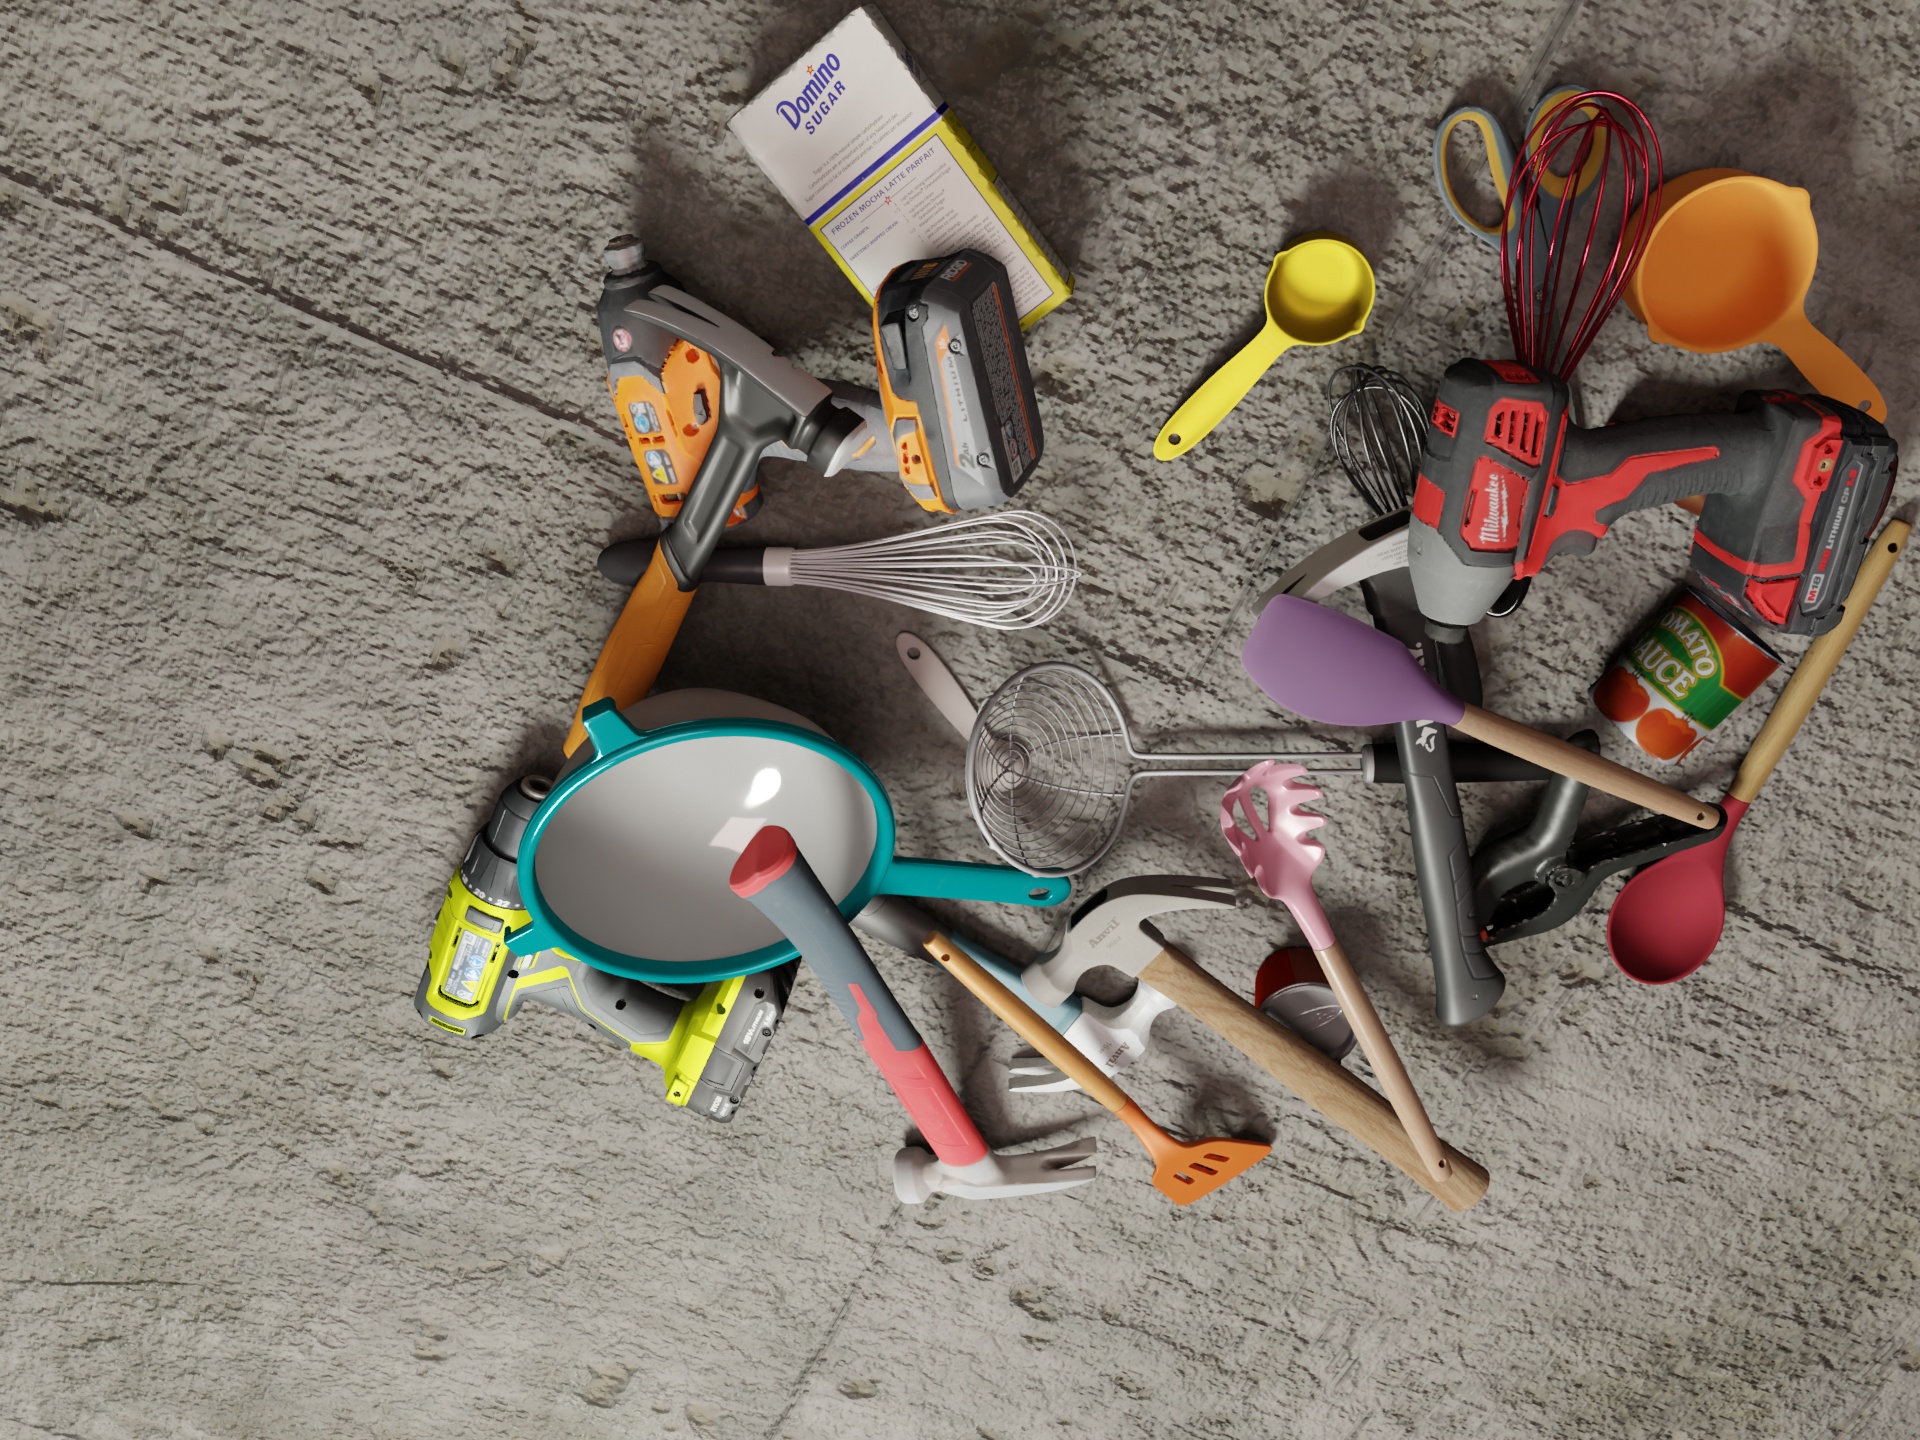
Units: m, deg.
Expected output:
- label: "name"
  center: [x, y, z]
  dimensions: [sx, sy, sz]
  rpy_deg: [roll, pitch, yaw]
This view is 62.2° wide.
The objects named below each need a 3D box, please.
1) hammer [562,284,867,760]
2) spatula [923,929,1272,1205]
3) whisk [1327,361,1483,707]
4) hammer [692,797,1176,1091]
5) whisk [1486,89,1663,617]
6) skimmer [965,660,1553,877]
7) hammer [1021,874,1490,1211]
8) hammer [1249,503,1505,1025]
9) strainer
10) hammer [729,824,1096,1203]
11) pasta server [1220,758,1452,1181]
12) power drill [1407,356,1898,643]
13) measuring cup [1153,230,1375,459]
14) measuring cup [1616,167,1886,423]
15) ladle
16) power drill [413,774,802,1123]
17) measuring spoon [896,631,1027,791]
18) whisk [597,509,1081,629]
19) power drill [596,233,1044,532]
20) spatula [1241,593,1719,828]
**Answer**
- label: "hammer"
  center: [-0.168, -0.079, 0.877]
  dimensions: [0.127, 0.034, 0.336]
  rpy_deg: [36, 134, 0]
- label: "spatula"
  center: [0.087, 0.231, 1.043]
  dimensions: [0.081, 0.041, 0.322]
  rpy_deg: [-38, 115, 17]
- label: "whisk"
  center: [0.257, -0.096, 0.900]
  dimensions: [0.055, 0.055, 0.238]
  rpy_deg: [-19, 118, 12]
- label: "hammer"
  center: [-0.023, 0.139, 1.035]
  dimensions: [0.331, 0.033, 0.128]
  rpy_deg: [31, 113, -11]
- label: "whisk"
  center: [0.306, -0.178, 0.834]
  dimensions: [0.073, 0.073, 0.295]
  rpy_deg: [0, 128, 3]
- label: "skimmer"
  center: [0.185, 0.027, 0.936]
  dimensions: [0.363, 0.090, 0.127]
  rpy_deg: [-1, 90, 2]
- label: "hammer"
  center: [0.205, 0.208, 0.994]
  dimensions: [0.331, 0.031, 0.130]
  rpy_deg: [36, 112, -13]
- label: "hammer"
  center: [0.265, 0.040, 0.916]
  dimensions: [0.146, 0.035, 0.334]
  rpy_deg: [-18, 116, -1]
- label: "strainer"
  center: [-0.092, 0.059, 0.949]
  dimensions: [0.340, 0.095, 0.211]
  rpy_deg: [8, 129, -26]
- label: "hammer"
  center: [-0.030, 0.193, 0.983]
  dimensions: [0.143, 0.038, 0.385]
  rpy_deg: [-10, 135, 15]
- label: "pasta server"
  center: [0.230, 0.155, 0.940]
  dimensions: [0.060, 0.040, 0.316]
  rpy_deg: [-34, 108, -12]
- label: "power drill"
  center: [0.335, -0.103, 0.803]
  dimensions: [0.219, 0.079, 0.143]
  rpy_deg: [2, 115, -7]
- label: "measuring cup"
  center: [0.160, -0.201, 0.869]
  dimensions: [0.062, 0.029, 0.156]
  rpy_deg: [37, 124, -14]
- label: "measuring cup"
  center: [0.416, -0.215, 0.829]
  dimensions: [0.173, 0.052, 0.095]
  rpy_deg: [35, 113, -17]
- label: "ladle"
  center: [0.479, 0.024, 0.954]
  dimensions: [0.069, 0.031, 0.315]
  rpy_deg: [20, 114, 1]
- label: "power drill"
  center: [-0.224, 0.149, 1.028]
  dimensions: [0.228, 0.080, 0.190]
  rpy_deg: [24, 115, -5]
- label: "measuring spoon"
  center: [-0.002, -0.003, 0.972]
  dimensions: [0.034, 0.018, 0.124]
  rpy_deg: [-32, 109, 17]
- label: "whisk"
  center: [-0.072, -0.088, 0.919]
  dimensions: [0.284, 0.070, 0.070]
  rpy_deg: [2, 116, 8]
- label: "power drill"
  center: [-0.084, -0.181, 0.827]
  dimensions: [0.226, 0.084, 0.164]
  rpy_deg: [0, 123, 25]
- label: "spatula"
  center: [0.293, 0.007, 0.876]
  dimensions: [0.315, 0.018, 0.059]
  rpy_deg: [20, 108, -17]
